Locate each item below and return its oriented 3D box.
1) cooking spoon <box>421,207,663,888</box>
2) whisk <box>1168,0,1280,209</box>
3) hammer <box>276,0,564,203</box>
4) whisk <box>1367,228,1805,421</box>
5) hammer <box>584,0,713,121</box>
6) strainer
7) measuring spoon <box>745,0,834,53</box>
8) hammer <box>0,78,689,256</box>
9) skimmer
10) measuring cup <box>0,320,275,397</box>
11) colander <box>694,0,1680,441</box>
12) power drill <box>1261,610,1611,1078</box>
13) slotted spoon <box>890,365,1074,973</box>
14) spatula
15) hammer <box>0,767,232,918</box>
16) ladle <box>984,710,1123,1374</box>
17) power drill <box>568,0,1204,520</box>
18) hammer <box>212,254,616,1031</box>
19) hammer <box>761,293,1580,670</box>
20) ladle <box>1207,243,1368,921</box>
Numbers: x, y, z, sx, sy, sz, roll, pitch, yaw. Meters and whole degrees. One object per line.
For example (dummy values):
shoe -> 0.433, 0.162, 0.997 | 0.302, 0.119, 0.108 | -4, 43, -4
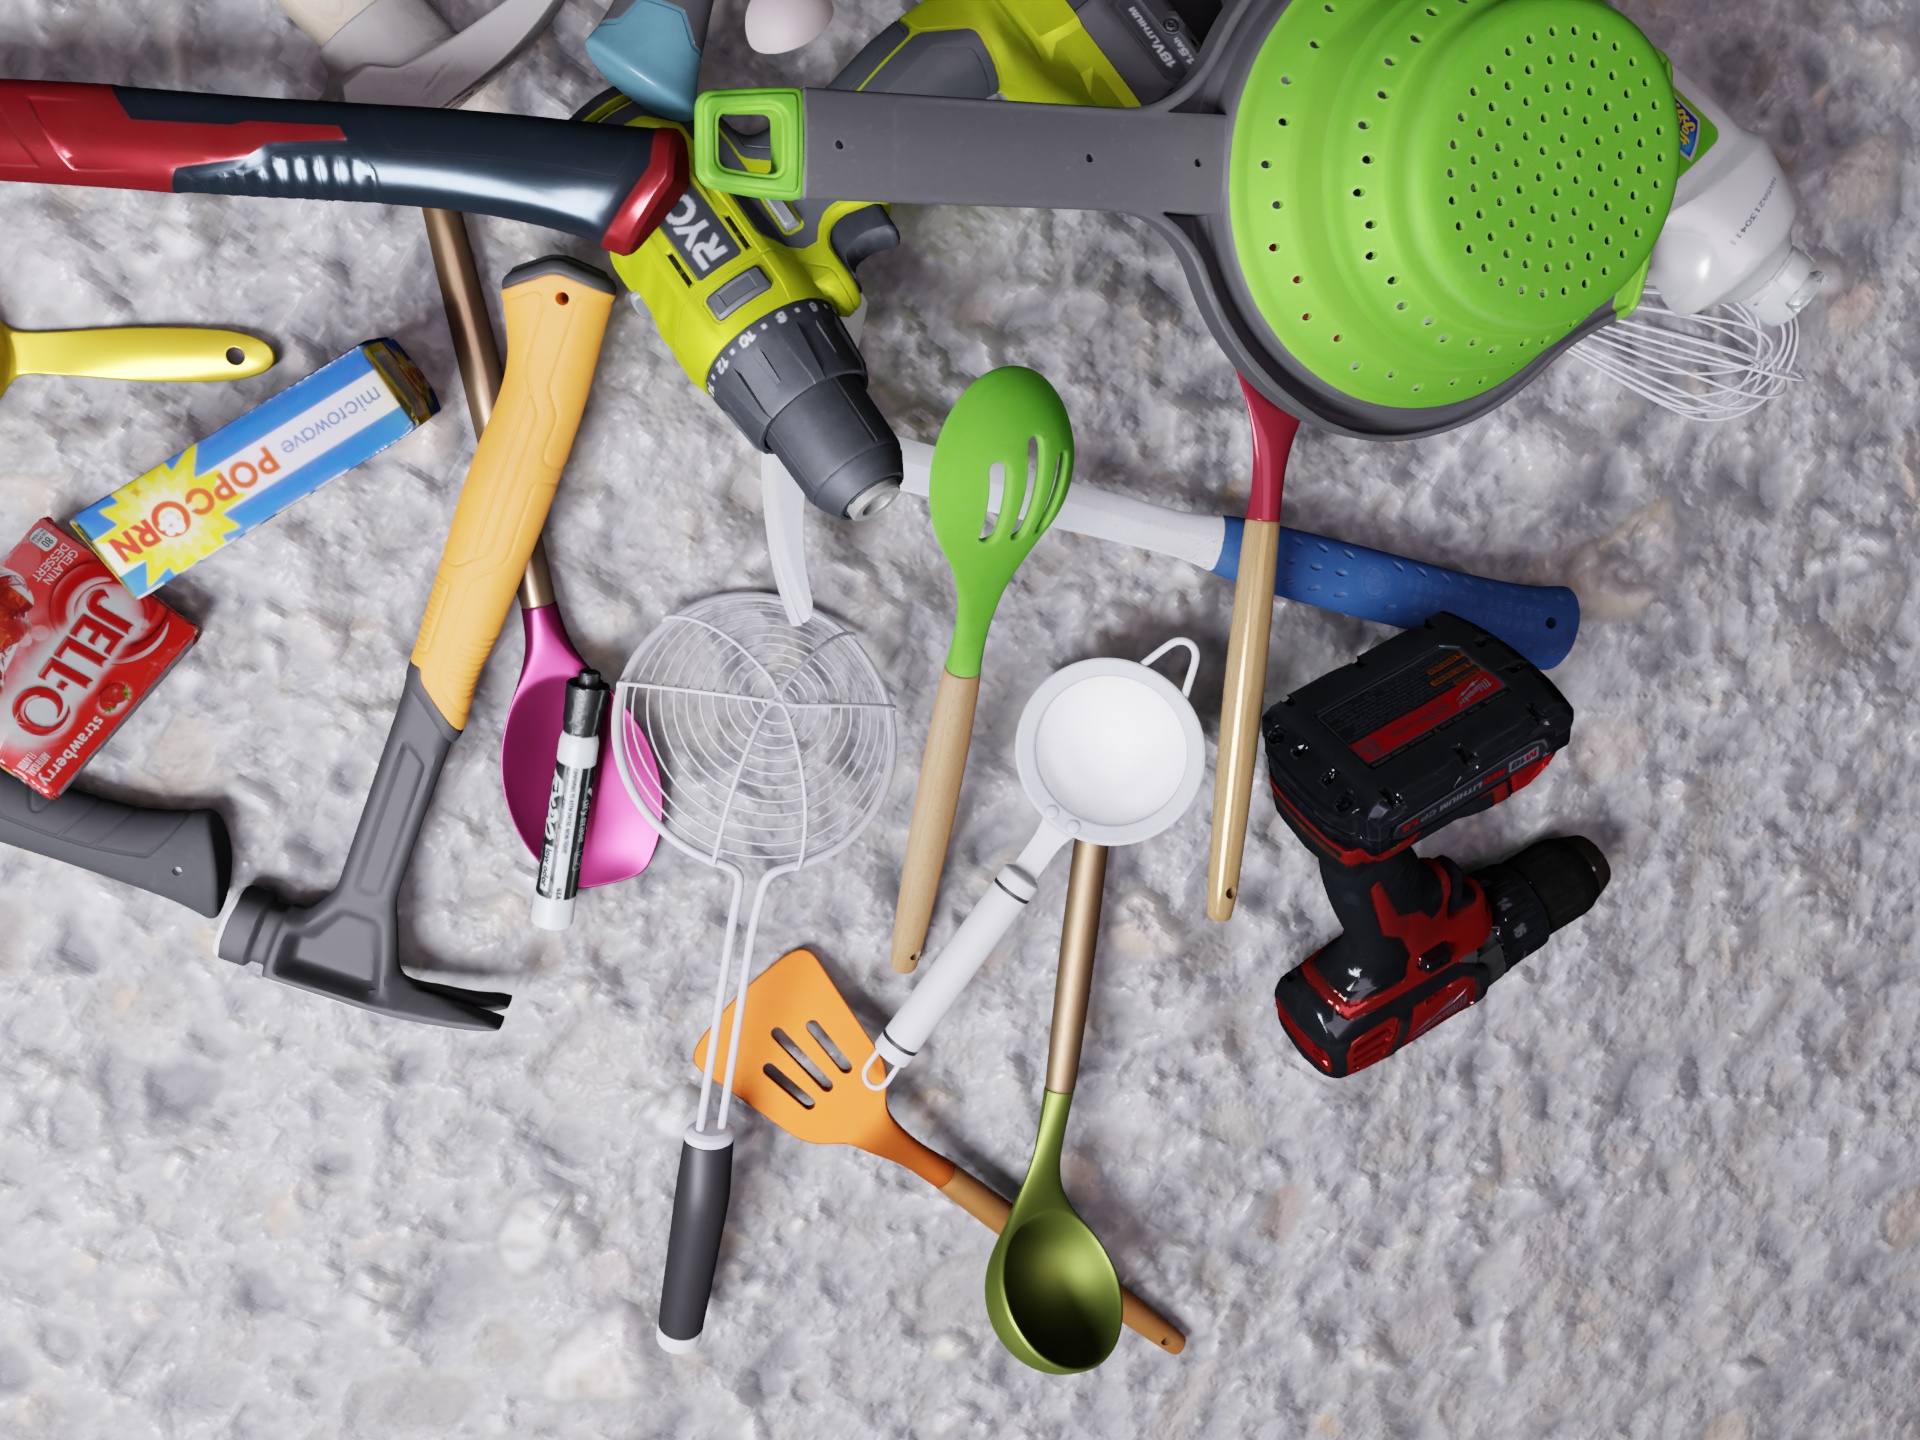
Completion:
cooking spoon -> -0.187, -0.075, 0.685 | 0.068, 0.017, 0.318 | -12, 108, -7
whisk -> 0.082, -0.310, 0.630 | 0.073, 0.073, 0.295 | -29, 117, -3
hammer -> -0.312, -0.399, 0.560 | 0.146, 0.038, 0.410 | -38, 109, -1
whisk -> 0.259, -0.195, 0.733 | 0.284, 0.070, 0.070 | 12, 102, -9
hammer -> -0.082, -0.388, 0.583 | 0.128, 0.033, 0.331 | 13, 90, -15
strainer -> 0.030, 0.068, 0.736 | 0.087, 0.050, 0.258 | 37, 97, 6
measuring spoon -> -0.062, -0.302, 0.610 | 0.034, 0.124, 0.018 | -5, 148, 17
hammer -> -0.292, -0.225, 0.571 | 0.386, 0.038, 0.143 | 3, 104, 0
skimmer -> -0.112, 0.124, 0.741 | 0.127, 0.090, 0.363 | 4, 111, -19
measuring cup -> -0.354, -0.143, 0.623 | 0.156, 0.029, 0.062 | -2, 106, -10
colander -> 0.111, -0.196, 0.557 | 0.397, 0.095, 0.204 | -4, 107, -18
power drill -> 0.232, 0.059, 0.752 | 0.188, 0.080, 0.226 | -28, 135, -11
slotted spoon -> -0.001, -0.002, 0.683 | 0.070, 0.031, 0.313 | -17, 136, -33
spatula -> 0.007, 0.238, 0.812 | 0.081, 0.041, 0.322 | -45, 113, 6
hammer -> -0.464, 0.012, 0.641 | 0.334, 0.035, 0.146 | 23, 98, -17
ladle -> 0.060, 0.156, 0.767 | 0.078, 0.062, 0.320 | 3, 96, -43
power drill -> -0.019, -0.205, 0.626 | 0.228, 0.080, 0.190 | -35, 81, -3
hammer -> -0.206, -0.028, 0.669 | 0.127, 0.034, 0.337 | 20, 104, -10
hammer -> 0.105, -0.078, 0.727 | 0.405, 0.035, 0.144 | 12, 85, -18
ladle -> 0.132, -0.062, 0.698 | 0.069, 0.031, 0.315 | -2, 104, -26
